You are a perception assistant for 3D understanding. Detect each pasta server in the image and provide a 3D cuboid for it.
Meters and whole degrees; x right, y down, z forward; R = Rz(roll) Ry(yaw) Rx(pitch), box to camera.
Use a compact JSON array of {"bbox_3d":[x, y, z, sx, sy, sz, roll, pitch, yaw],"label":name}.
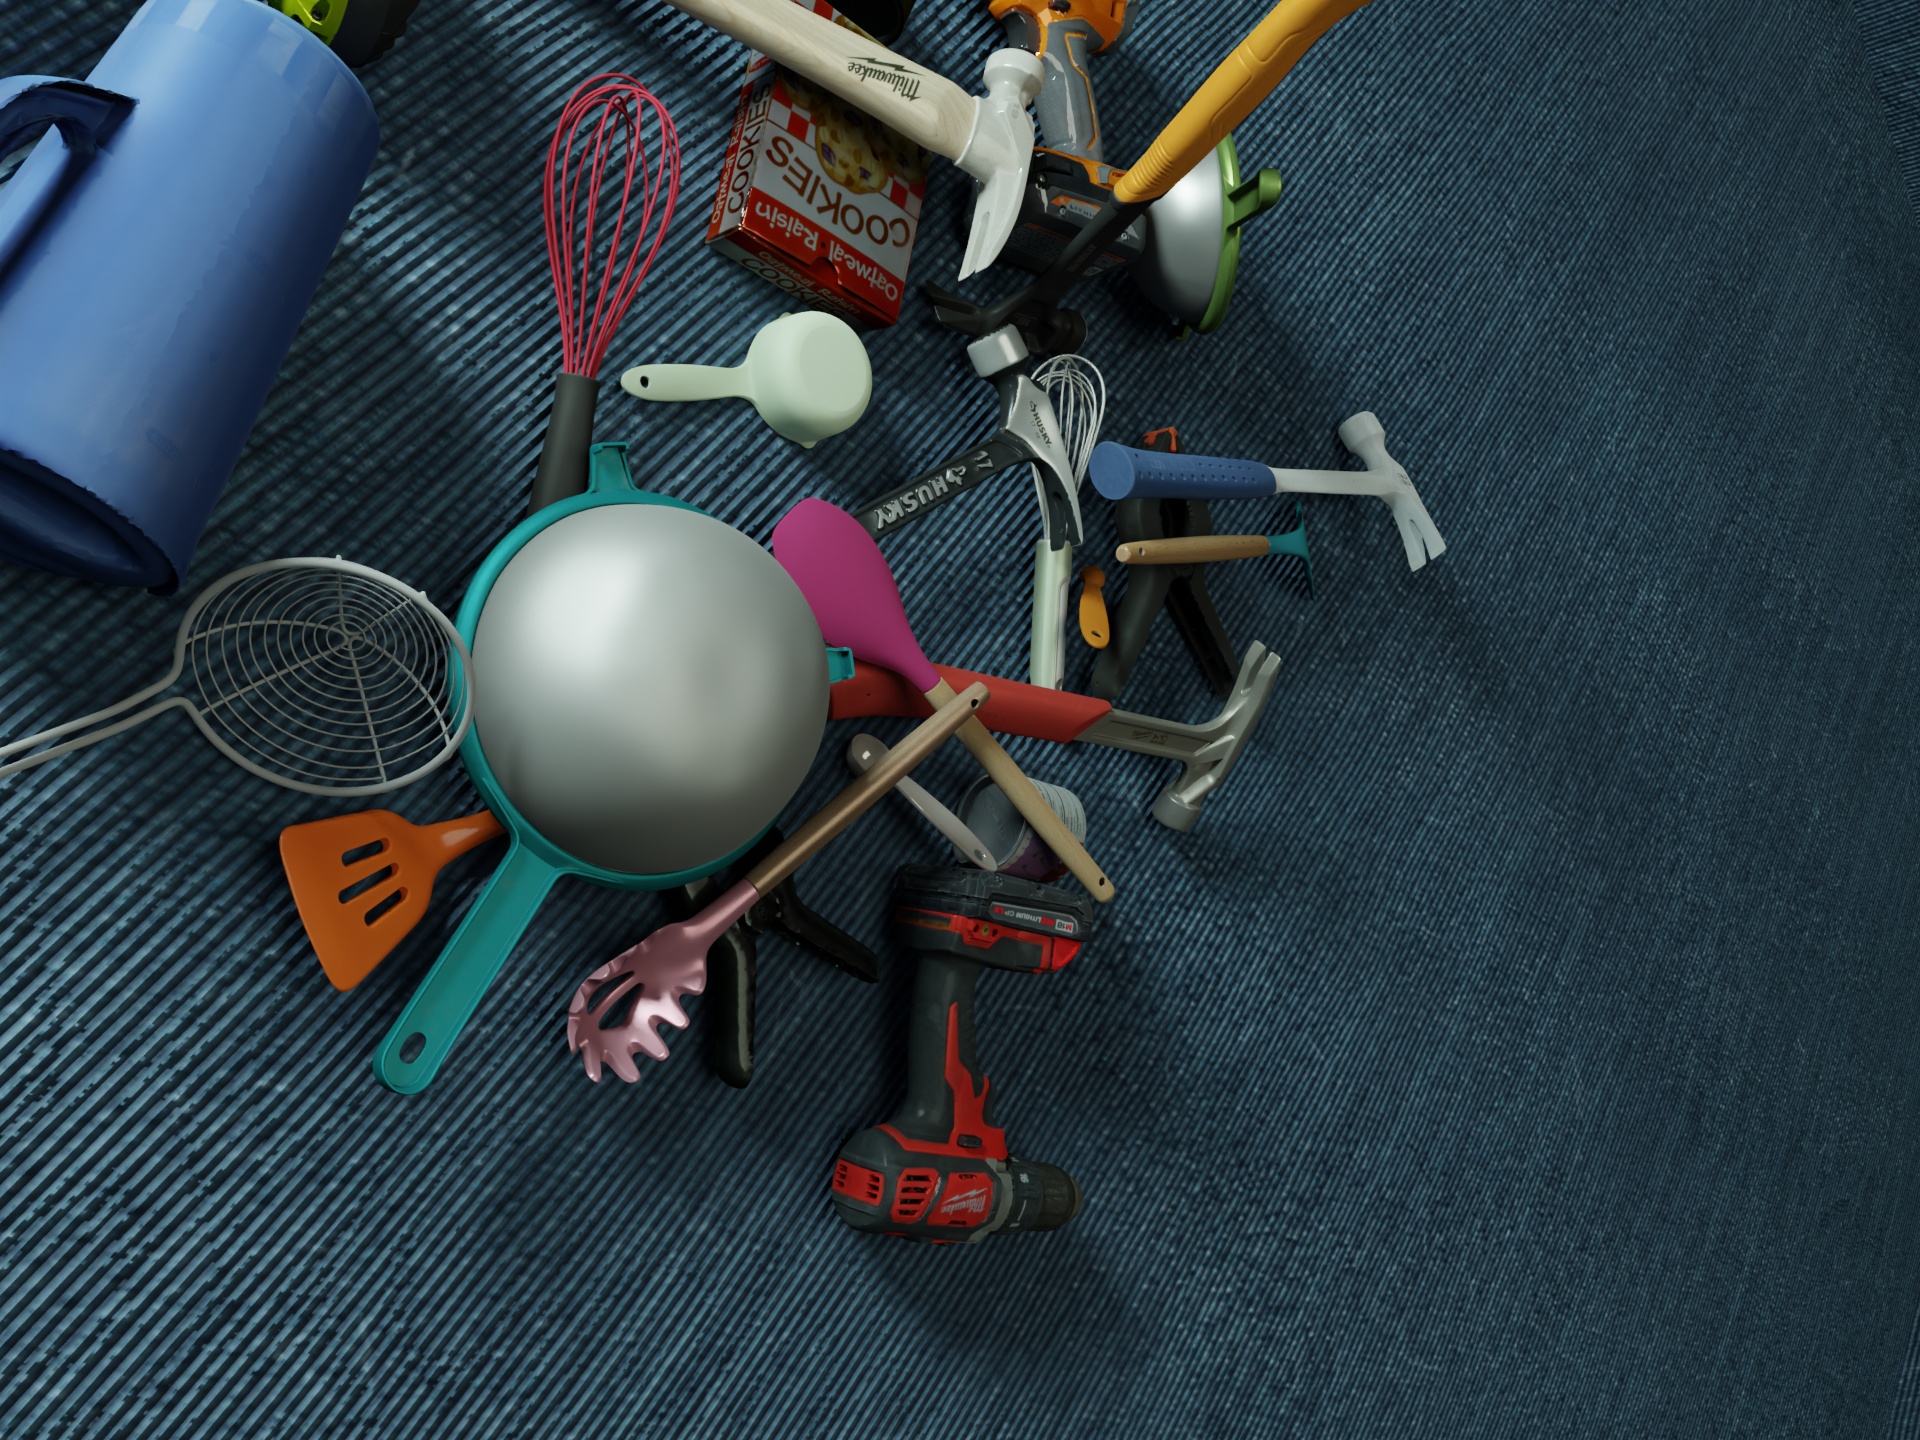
[{"bbox_3d":[-0.091,0.077,0.876,0.316,0.040,0.060,-41,118,-24],"label":"pasta server"}]

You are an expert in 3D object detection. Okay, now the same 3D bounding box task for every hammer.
[{"bbox_3d":[0.059,-0.012,1.050,0.358,0.037,0.149,11,112,-38],"label":"hammer"},{"bbox_3d":[-0.076,-0.099,0.945,0.409,0.036,0.149,-35,105,-34],"label":"hammer"},{"bbox_3d":[-0.131,-0.393,0.887,0.410,0.038,0.146,19,76,-30],"label":"hammer"},{"bbox_3d":[0.240,-0.178,1.204,0.405,0.035,0.144,-7,65,-47],"label":"hammer"},{"bbox_3d":[0.120,-0.343,0.970,0.127,0.337,0.034,3,60,-41],"label":"hammer"}]

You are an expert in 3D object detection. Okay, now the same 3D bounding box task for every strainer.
[{"bbox_3d":[-0.167,0.030,0.774,0.210,0.095,0.340,43,59,-28],"label":"strainer"},{"bbox_3d":[0.154,-0.345,1.090,0.069,0.256,0.151,-2,100,-5],"label":"strainer"}]

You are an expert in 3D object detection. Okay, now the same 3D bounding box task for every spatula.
[{"bbox_3d":[0.203,-0.127,1.192,0.317,0.044,0.082,-9,92,-49],"label":"spatula"},{"bbox_3d":[-0.201,0.038,0.834,0.322,0.041,0.081,-26,104,-42],"label":"spatula"}]

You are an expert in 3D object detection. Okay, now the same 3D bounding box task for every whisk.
[{"bbox_3d":[0.066,-0.129,1.090,0.057,0.059,0.246,6,87,-69],"label":"whisk"},{"bbox_3d":[-0.198,-0.199,0.844,0.073,0.073,0.296,12,85,-42],"label":"whisk"}]

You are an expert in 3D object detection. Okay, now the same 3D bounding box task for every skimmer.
[{"bbox_3d":[-0.376,0.031,0.636,0.363,0.090,0.127,-29,136,-38],"label":"skimmer"}]

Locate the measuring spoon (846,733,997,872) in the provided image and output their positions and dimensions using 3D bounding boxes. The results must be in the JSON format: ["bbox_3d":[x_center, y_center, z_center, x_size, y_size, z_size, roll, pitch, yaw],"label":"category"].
[{"bbox_3d":[-0.026,0.056,0.988,0.124,0.018,0.034,43,32,-12],"label":"measuring spoon"}]

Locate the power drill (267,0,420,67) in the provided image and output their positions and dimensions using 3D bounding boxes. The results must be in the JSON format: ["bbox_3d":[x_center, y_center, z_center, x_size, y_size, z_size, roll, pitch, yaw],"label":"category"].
[{"bbox_3d":[-0.358,-0.390,0.695,0.223,0.080,0.171,1,86,-40],"label":"power drill"}]

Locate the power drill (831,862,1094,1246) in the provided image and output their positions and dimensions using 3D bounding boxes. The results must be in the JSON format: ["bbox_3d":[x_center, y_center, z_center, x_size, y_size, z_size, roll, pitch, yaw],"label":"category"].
[{"bbox_3d":[0.020,0.216,1.004,0.187,0.080,0.227,19,77,-40],"label":"power drill"}]

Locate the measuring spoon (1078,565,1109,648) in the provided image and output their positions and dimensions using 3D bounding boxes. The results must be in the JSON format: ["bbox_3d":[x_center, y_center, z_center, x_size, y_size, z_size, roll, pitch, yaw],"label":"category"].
[{"bbox_3d":[0.092,-0.080,1.087,0.021,0.011,0.117,19,29,-8],"label":"measuring spoon"}]

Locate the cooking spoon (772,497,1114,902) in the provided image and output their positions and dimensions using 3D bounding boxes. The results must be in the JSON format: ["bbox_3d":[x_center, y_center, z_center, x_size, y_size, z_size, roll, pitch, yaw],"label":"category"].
[{"bbox_3d":[-0.002,-0.003,0.957,0.318,0.017,0.069,50,60,-20],"label":"cooking spoon"}]

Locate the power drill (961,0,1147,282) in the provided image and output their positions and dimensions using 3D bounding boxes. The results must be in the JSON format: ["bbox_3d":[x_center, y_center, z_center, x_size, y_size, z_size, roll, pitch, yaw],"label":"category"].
[{"bbox_3d":[0.051,-0.429,1.075,0.164,0.084,0.226,6,79,-41],"label":"power drill"}]

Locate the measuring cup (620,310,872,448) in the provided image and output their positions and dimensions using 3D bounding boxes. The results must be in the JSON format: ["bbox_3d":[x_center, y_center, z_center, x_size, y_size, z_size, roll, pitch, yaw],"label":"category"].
[{"bbox_3d":[-0.119,-0.201,0.926,0.167,0.038,0.083,-13,96,-45],"label":"measuring cup"}]
